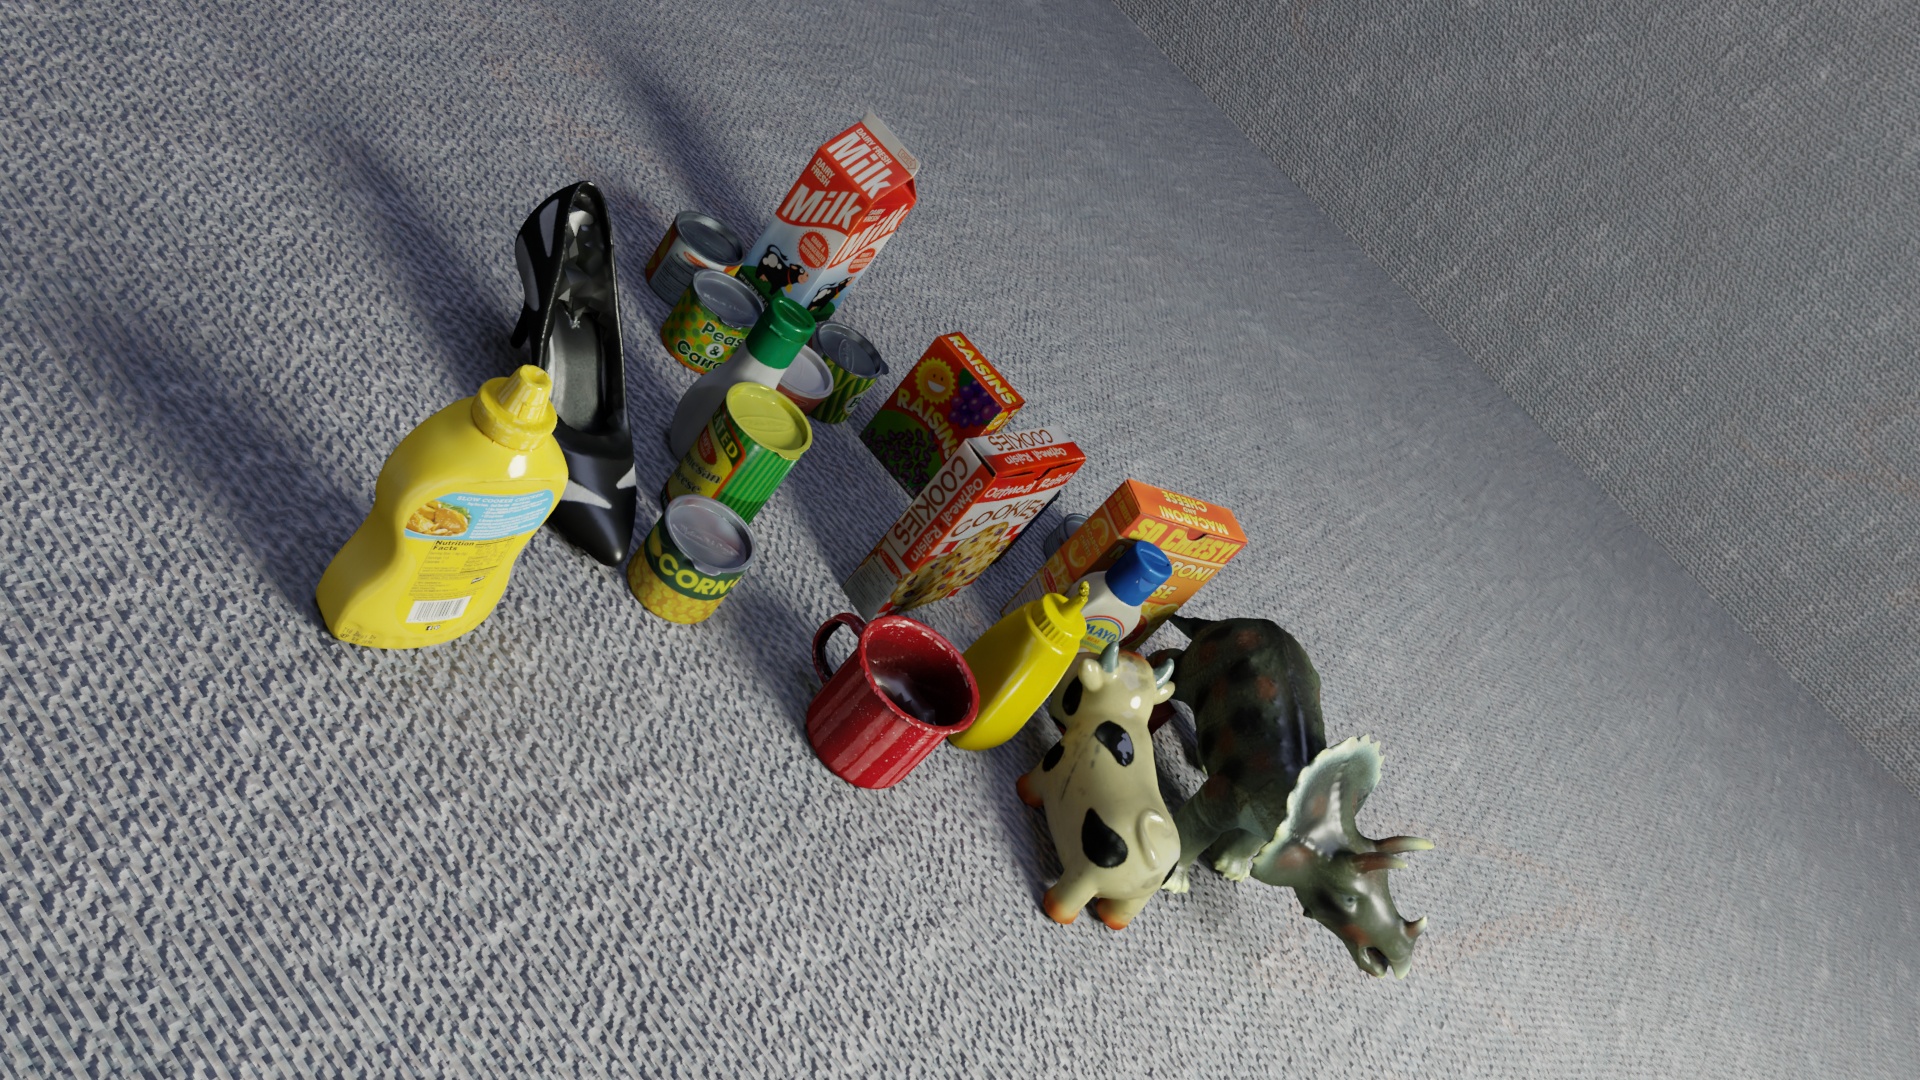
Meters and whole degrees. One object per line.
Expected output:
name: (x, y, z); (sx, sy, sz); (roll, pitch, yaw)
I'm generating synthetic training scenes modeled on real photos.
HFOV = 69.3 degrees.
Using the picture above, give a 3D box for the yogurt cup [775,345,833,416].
yogurt cup: (-0.144, -0.123, 1.116); (0.072, 0.053, 0.073); (28, 35, -21)

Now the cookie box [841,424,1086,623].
cookie box: (0.004, -0.013, 1.034); (0.040, 0.166, 0.123); (52, 33, 16)

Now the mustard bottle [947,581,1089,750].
mustard bottle: (0.044, 0.083, 0.969); (0.049, 0.159, 0.065); (13, 42, -38)

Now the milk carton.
milk carton: (-0.109, -0.279, 1.212); (0.072, 0.189, 0.074); (48, 32, 11)

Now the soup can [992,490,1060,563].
soup can: (0.033, -0.032, 1.167); (0.071, 0.083, 0.072); (28, 34, -21)

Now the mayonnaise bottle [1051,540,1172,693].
mayonnaise bottle: (0.102, 0.059, 1.069); (0.065, 0.147, 0.041); (24, 36, -26)

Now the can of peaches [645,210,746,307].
can of peaches: (-0.221, -0.233, 1.163); (0.071, 0.057, 0.071); (28, 34, -21)

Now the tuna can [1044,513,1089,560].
tuna can: (0.111, 0.011, 1.245); (0.071, 0.032, 0.071); (28, 35, -21)

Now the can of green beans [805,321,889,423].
can of green beans: (-0.108, -0.141, 1.173); (0.071, 0.057, 0.071); (28, 34, -21)

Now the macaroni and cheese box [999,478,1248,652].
macaroni and cheese box: (0.131, 0.030, 1.118); (0.124, 0.165, 0.040); (14, 41, -37)

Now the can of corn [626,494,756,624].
can of corn: (-0.177, 0.015, 0.912); (0.071, 0.058, 0.071); (28, 34, -21)

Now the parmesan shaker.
parmesan shaker: (-0.157, -0.050, 0.968); (0.071, 0.102, 0.072); (28, 34, -21)

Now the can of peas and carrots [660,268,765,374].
can of peas and carrots: (-0.198, -0.173, 1.114); (0.071, 0.058, 0.071); (28, 34, -21)

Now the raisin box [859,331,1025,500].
raisin box: (-0.016, -0.101, 1.160); (0.086, 0.123, 0.040); (49, 33, 12)

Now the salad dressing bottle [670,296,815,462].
salad dressing bottle: (-0.156, -0.110, 1.000); (0.064, 0.147, 0.044); (42, 32, 0)
